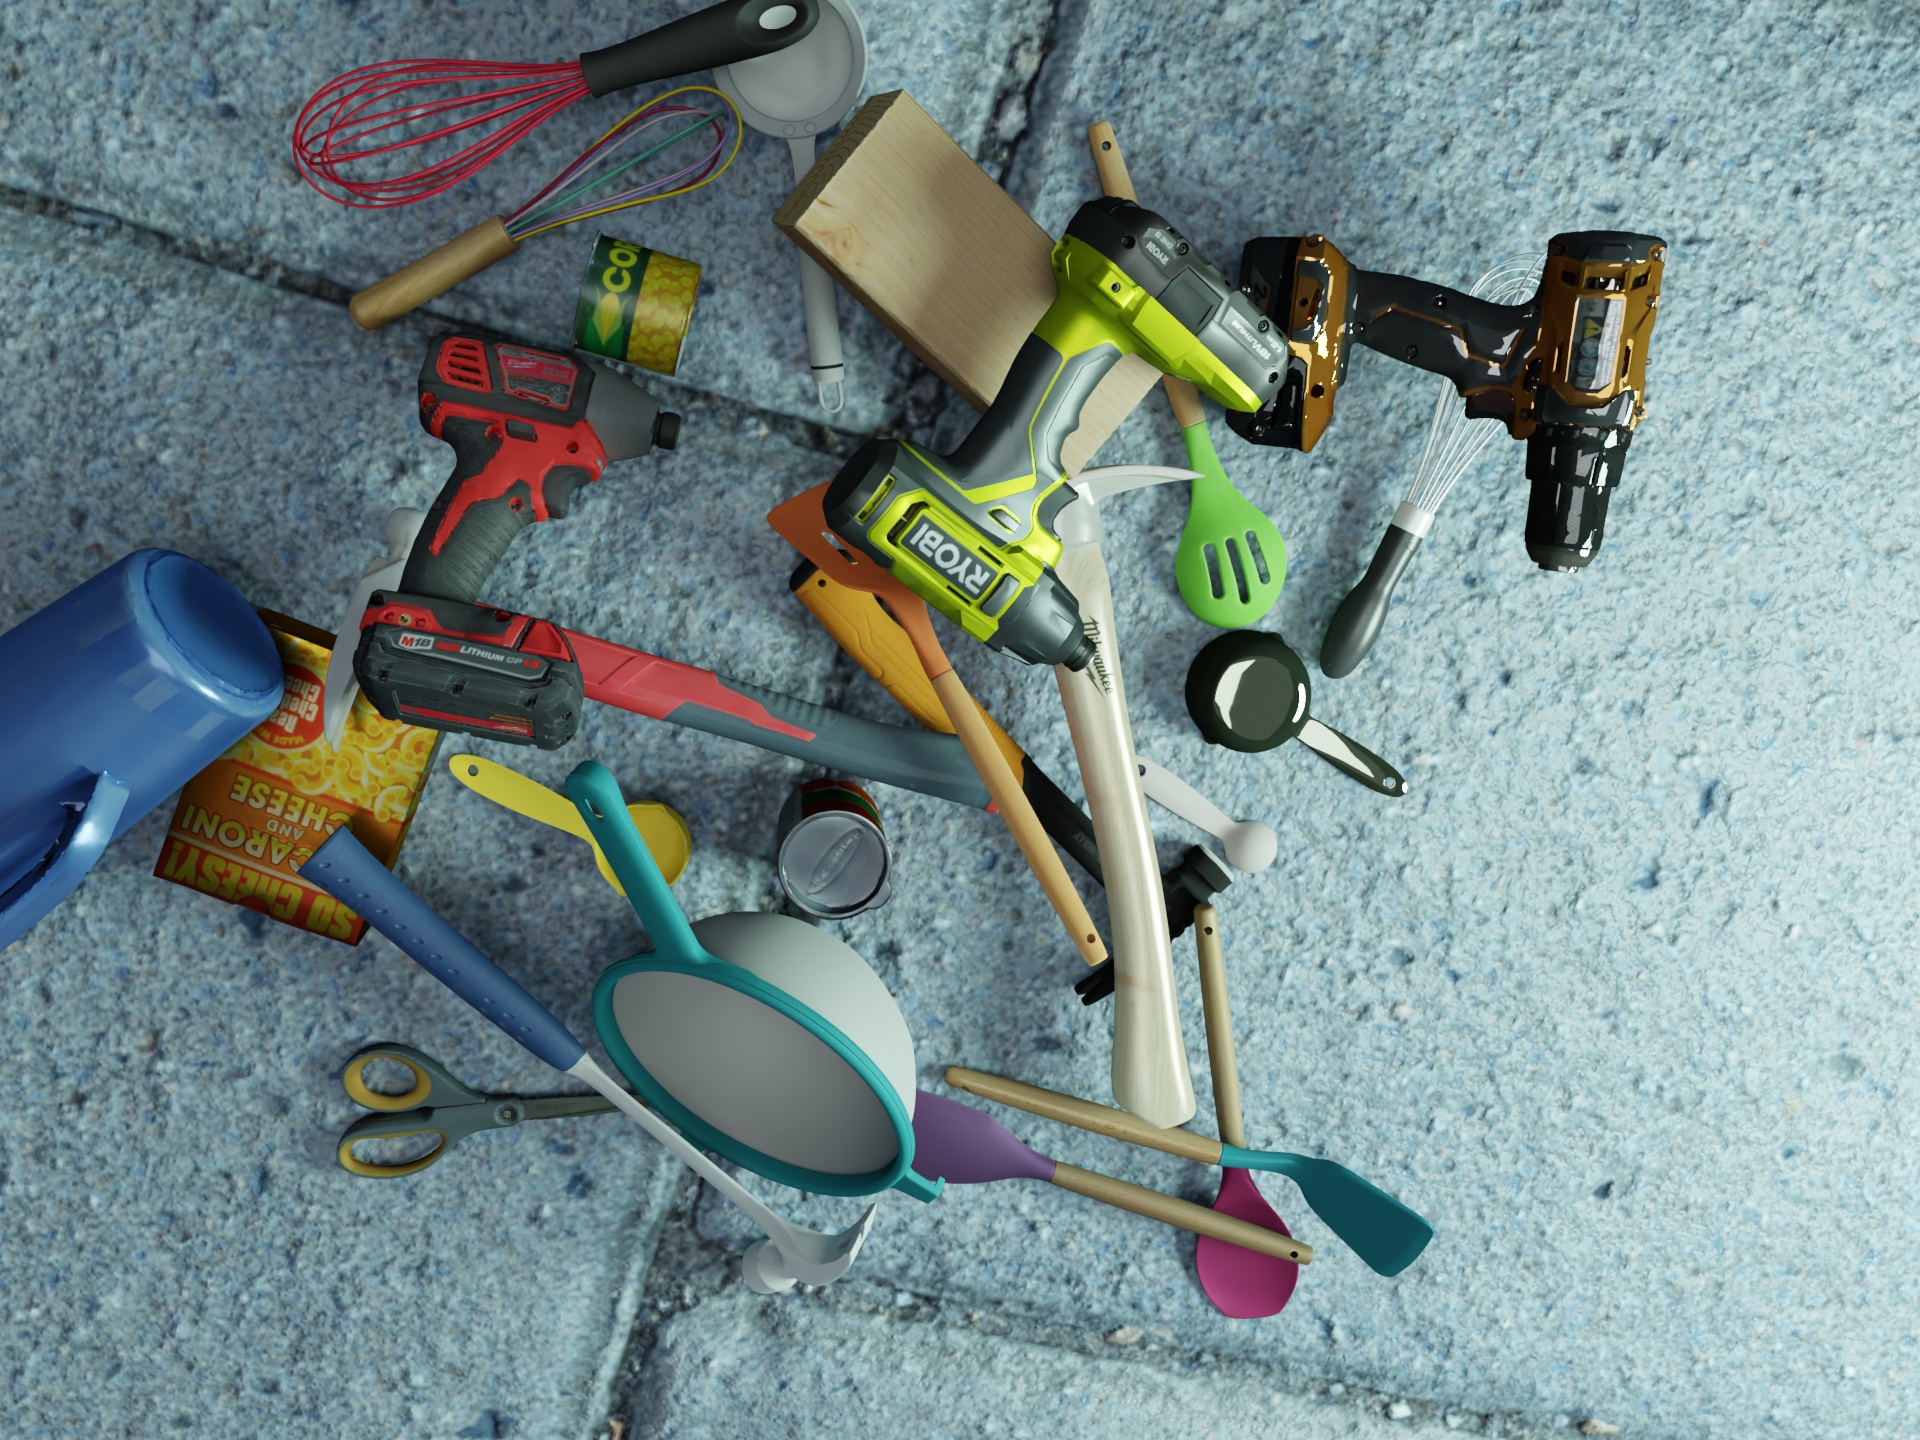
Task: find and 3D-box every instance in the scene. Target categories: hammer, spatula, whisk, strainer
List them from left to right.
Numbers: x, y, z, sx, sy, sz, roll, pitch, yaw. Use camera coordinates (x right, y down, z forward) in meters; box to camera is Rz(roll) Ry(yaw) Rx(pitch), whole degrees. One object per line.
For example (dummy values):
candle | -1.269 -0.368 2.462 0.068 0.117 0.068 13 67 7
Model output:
whisk | -0.230 -0.279 0.882 0.245 0.051 0.047 -27 123 6
whisk | -0.217 -0.339 0.849 0.296 0.073 0.073 -15 103 4
hammer | -0.218 0.206 0.944 0.405 0.035 0.144 44 139 -13
hammer | -0.160 0.000 0.916 0.386 0.038 0.143 17 72 -6
strainer | -0.125 0.134 0.914 0.211 0.095 0.340 3 130 31
strainer | -0.088 -0.304 0.901 0.087 0.050 0.258 -4 108 2
spatula | -0.001 -0.003 0.917 0.081 0.041 0.322 -27 86 -22
hammer | 0.016 0.028 0.986 0.127 0.034 0.336 -44 103 2
spatula | 0.084 0.308 1.050 0.316 0.018 0.059 18 101 -4
hammer | 0.104 0.051 0.967 0.146 0.038 0.410 -13 102 -7
spatula | 0.141 0.281 1.024 0.317 0.044 0.082 16 139 2
whisk | 0.291 -0.152 0.970 0.070 0.070 0.284 23 103 -11

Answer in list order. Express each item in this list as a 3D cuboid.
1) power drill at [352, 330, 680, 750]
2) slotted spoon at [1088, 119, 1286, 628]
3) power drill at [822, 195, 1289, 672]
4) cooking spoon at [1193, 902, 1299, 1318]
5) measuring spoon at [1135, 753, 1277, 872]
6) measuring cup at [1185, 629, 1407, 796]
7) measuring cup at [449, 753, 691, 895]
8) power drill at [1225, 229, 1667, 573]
power drill | -0.240 -0.103 0.870 0.143 0.078 0.220 11 70 -9
slotted spoon | 0.130 -0.202 0.955 0.070 0.031 0.313 -19 102 0
power drill | 0.059 -0.143 0.840 0.171 0.080 0.223 36 99 -23
cooking spoon | 0.178 0.264 1.048 0.069 0.017 0.318 -7 110 7
measuring spoon | 0.152 0.059 1.016 0.124 0.018 0.034 34 96 -11
measuring cup | 0.220 0.007 1.002 0.167 0.038 0.083 32 97 -10
measuring cup | -0.237 0.056 0.971 0.156 0.029 0.062 25 98 1
power drill | 0.270 -0.185 0.906 0.226 0.084 0.185 8 102 17
